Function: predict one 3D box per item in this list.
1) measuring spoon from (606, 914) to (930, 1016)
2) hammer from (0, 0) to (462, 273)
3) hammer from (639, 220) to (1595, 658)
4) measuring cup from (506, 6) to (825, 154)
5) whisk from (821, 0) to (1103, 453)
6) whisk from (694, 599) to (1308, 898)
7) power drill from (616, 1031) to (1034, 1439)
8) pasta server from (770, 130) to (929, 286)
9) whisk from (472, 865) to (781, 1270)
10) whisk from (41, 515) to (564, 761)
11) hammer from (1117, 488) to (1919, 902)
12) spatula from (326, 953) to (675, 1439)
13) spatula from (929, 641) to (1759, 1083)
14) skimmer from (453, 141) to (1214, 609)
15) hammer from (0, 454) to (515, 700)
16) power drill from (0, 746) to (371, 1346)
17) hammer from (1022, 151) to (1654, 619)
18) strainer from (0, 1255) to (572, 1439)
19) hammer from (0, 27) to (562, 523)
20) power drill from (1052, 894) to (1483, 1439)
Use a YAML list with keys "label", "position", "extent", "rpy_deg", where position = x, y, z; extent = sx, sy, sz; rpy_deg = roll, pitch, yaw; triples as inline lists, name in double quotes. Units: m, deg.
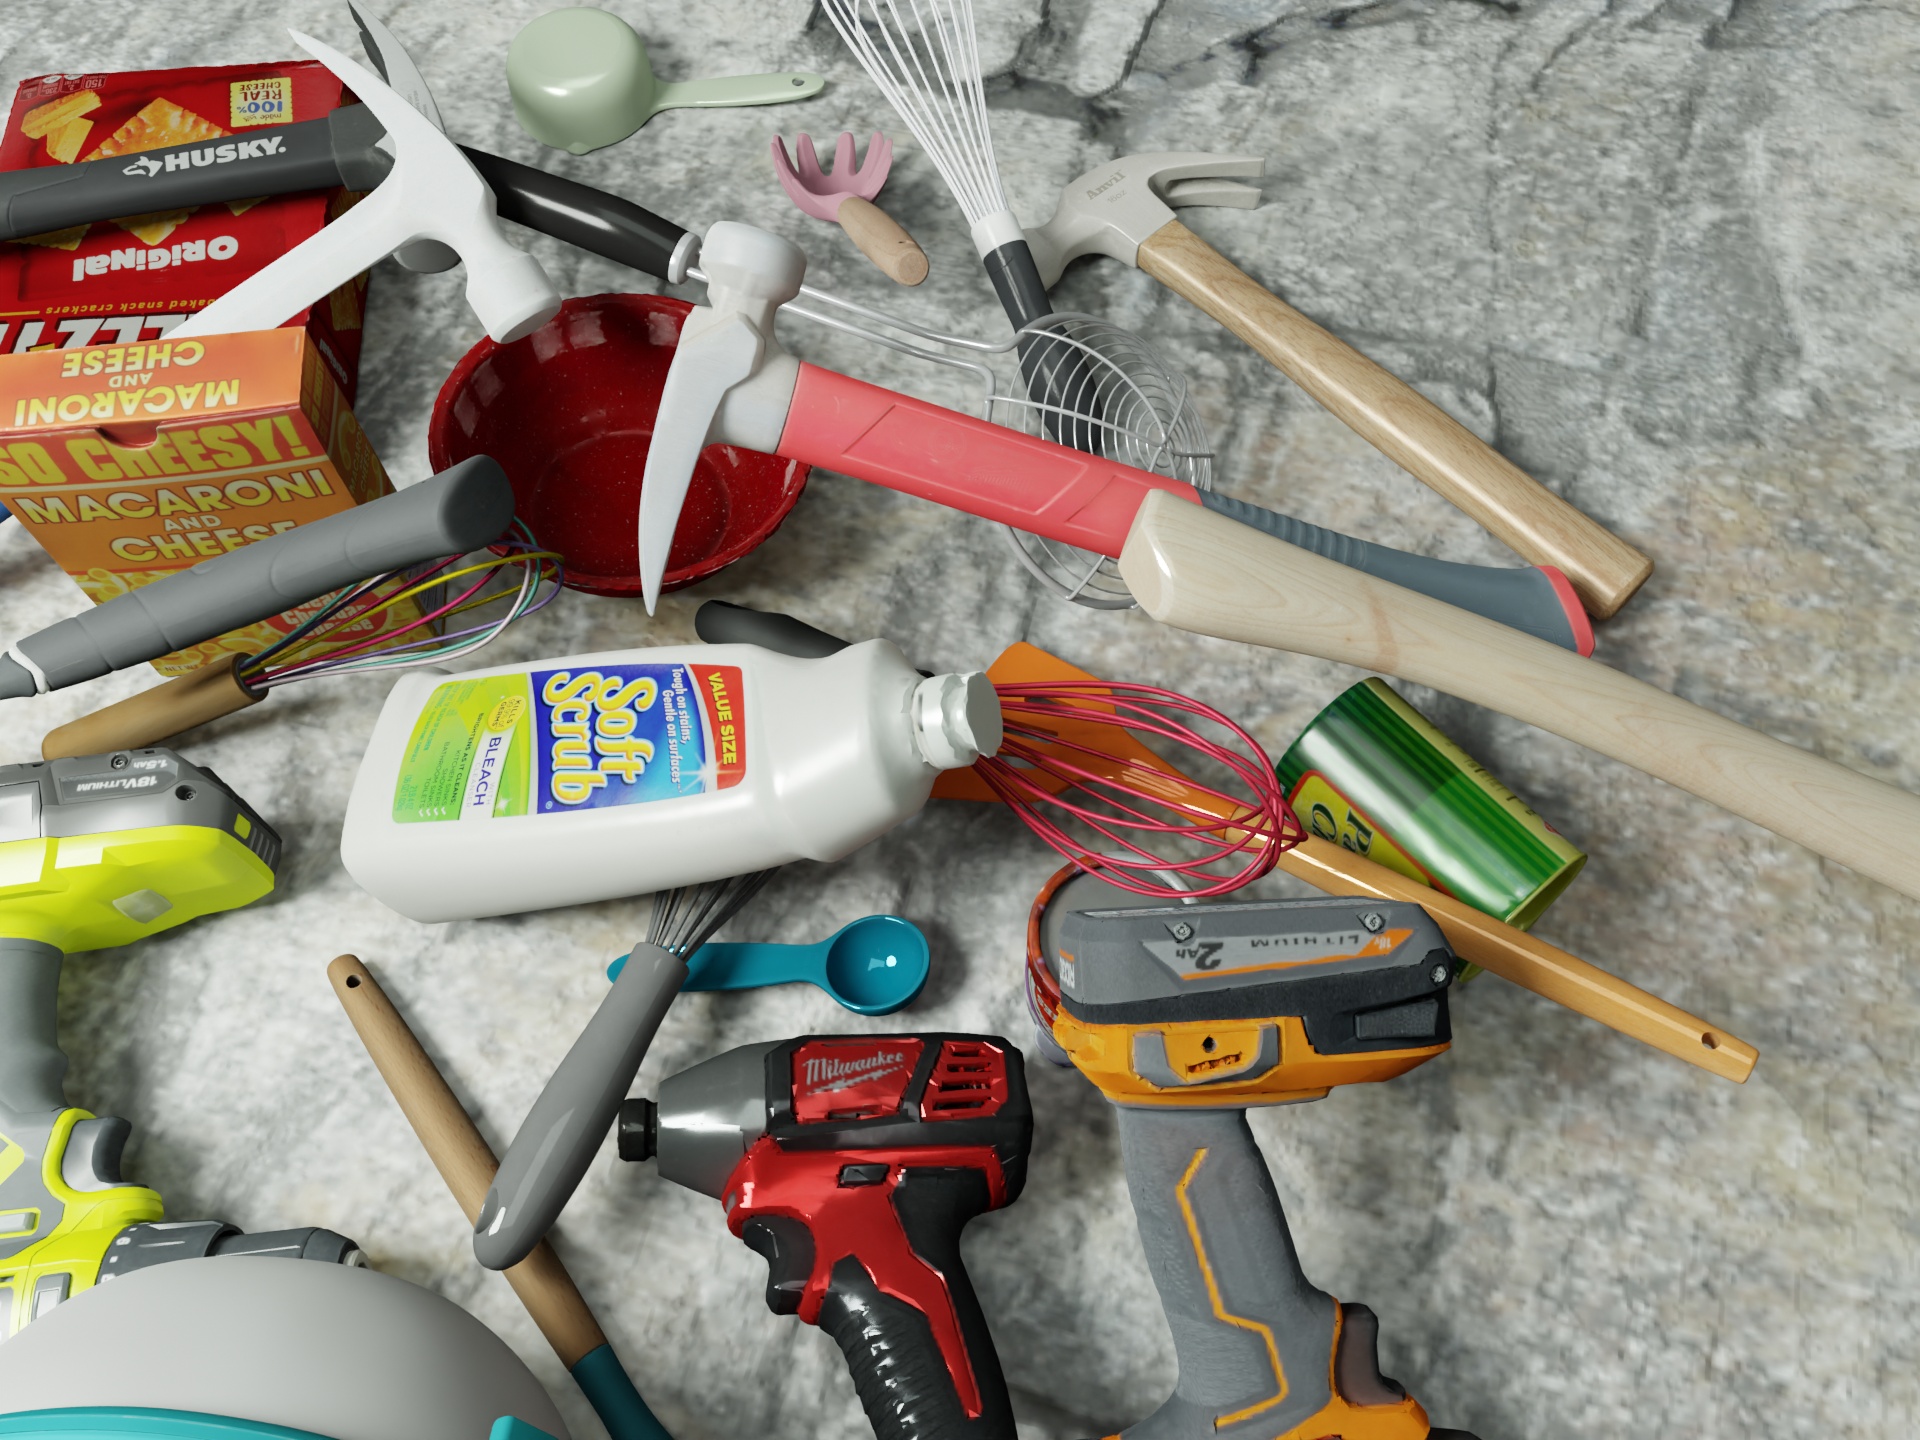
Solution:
- label: "measuring spoon"
  position: [-0.073, 0.099, 0.616]
  extent: [0.128, 0.021, 0.042]
  rpy_deg: [-3, 50, 10]
- label: "hammer"
  position: [-0.395, -0.236, 0.702]
  extent: [0.334, 0.035, 0.146]
  rpy_deg: [-13, 66, -8]
- label: "hammer"
  position: [0.072, -0.063, 0.620]
  extent: [0.386, 0.038, 0.143]
  rpy_deg: [15, 93, -15]
- label: "measuring cup"
  position: [-0.156, -0.342, 0.835]
  extent: [0.167, 0.038, 0.083]
  rpy_deg: [-2, 62, 2]
- label: "whisk"
  position: [0.004, -0.253, 0.738]
  extent: [0.070, 0.070, 0.284]
  rpy_deg: [-21, 86, -10]
- label: "whisk"
  position: [-0.001, -0.002, 0.601]
  extent: [0.296, 0.073, 0.073]
  rpy_deg: [21, 62, 37]
- label: "power drill"
  position: [-0.040, 0.197, 0.500]
  extent: [0.143, 0.078, 0.220]
  rpy_deg: [1, 45, -9]
- label: "pasta server"
  position: [-0.043, -0.223, 0.682]
  extent: [0.060, 0.040, 0.316]
  rpy_deg: [-5, 24, -8]
- label: "whisk"
  position: [-0.114, 0.089, 0.590]
  extent: [0.055, 0.055, 0.239]
  rpy_deg: [20, 60, 11]
- label: "whisk"
  position: [-0.266, -0.026, 0.630]
  extent: [0.245, 0.051, 0.047]
  rpy_deg: [-19, 24, 14]
- label: "hammer"
  position: [0.257, -0.004, 0.596]
  extent: [0.410, 0.038, 0.146]
  rpy_deg: [22, 58, -3]
- label: "spatula"
  position: [-0.140, 0.194, 0.549]
  extent: [0.082, 0.044, 0.318]
  rpy_deg: [-29, 63, -29]
- label: "spatula"
  position: [0.123, 0.051, 0.583]
  extent: [0.323, 0.041, 0.081]
  rpy_deg: [26, 72, 26]
- label: "skimmer"
  position: [-0.062, -0.159, 0.688]
  extent: [0.363, 0.090, 0.127]
  rpy_deg: [22, 66, 6]
- label: "hammer"
  position: [-0.357, -0.013, 0.586]
  extent: [0.409, 0.036, 0.149]
  rpy_deg: [-20, 26, 3]
- label: "power drill"
  position: [-0.308, 0.131, 0.568]
  extent: [0.190, 0.080, 0.229]
  rpy_deg: [-8, 65, -3]
- label: "hammer"
  position: [0.176, -0.162, 0.739]
  extent: [0.130, 0.031, 0.331]
  rpy_deg: [-41, 69, -18]
- label: "strainer"
  position: [-0.261, 0.216, 0.468]
  extent: [0.340, 0.210, 0.095]
  rpy_deg: [5, 39, 1]
- label: "hammer"
  position: [-0.373, -0.125, 0.659]
  extent: [0.405, 0.035, 0.144]
  rpy_deg: [-32, 97, 3]
- label: "power drill"
  position: [0.111, 0.172, 0.505]
  extent: [0.164, 0.084, 0.226]
  rpy_deg: [-2, 86, -4]
